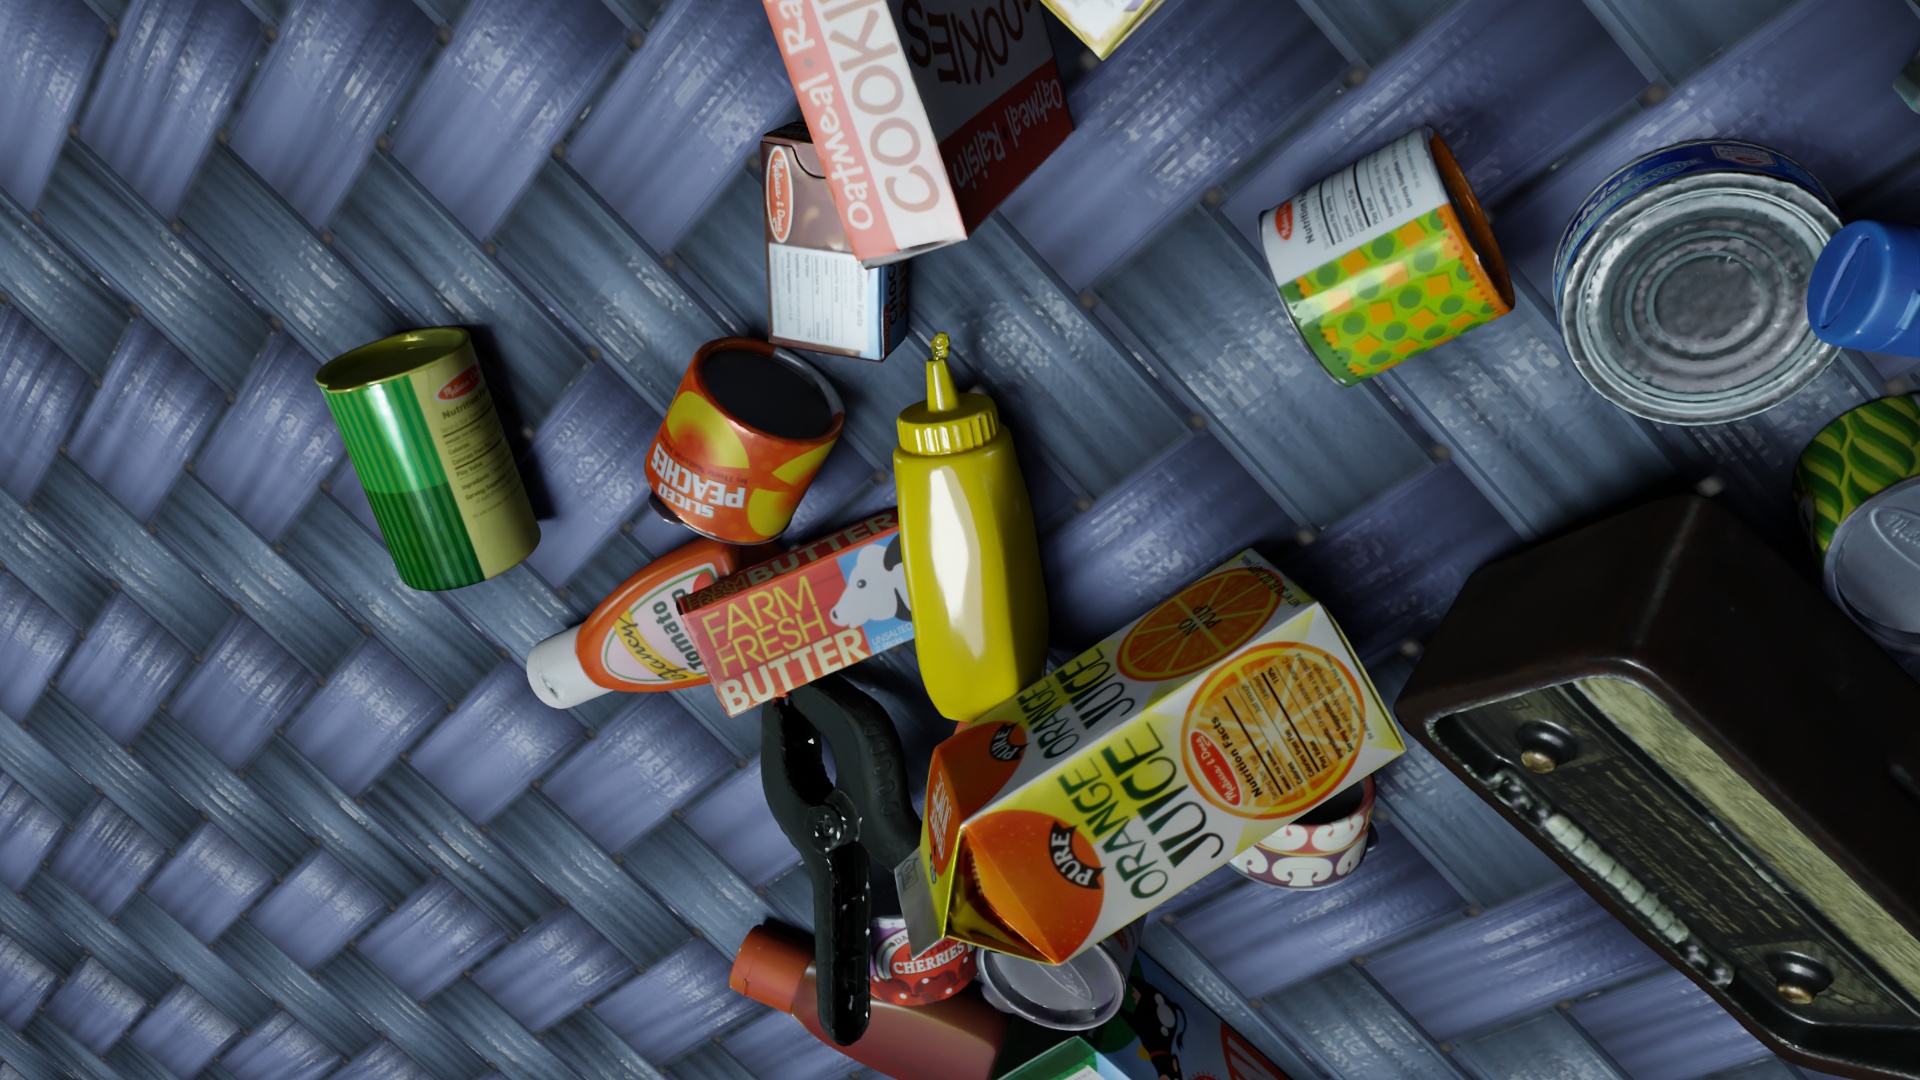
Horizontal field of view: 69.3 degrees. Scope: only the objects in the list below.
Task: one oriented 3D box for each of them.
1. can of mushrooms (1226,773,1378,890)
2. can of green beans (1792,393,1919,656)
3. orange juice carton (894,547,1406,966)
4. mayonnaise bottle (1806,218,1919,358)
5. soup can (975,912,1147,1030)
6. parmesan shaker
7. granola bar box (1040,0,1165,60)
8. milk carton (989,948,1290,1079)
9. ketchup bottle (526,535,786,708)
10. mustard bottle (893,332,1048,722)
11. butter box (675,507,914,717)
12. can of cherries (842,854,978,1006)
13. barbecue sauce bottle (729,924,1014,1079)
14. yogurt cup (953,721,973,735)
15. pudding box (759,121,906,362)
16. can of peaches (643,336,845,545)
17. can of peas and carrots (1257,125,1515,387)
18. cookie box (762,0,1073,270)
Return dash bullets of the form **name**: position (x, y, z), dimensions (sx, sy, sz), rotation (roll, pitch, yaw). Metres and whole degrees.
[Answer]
- **can of mushrooms**: position (0.137, 0.108, 0.570), dimensions (0.071, 0.071, 0.033), rotation (10, 121, 16)
- **can of green beans**: position (0.306, -0.006, 0.441), dimensions (0.071, 0.058, 0.071), rotation (9, 122, 15)
- **orange juice carton**: position (0.059, 0.090, 0.526), dimensions (0.193, 0.072, 0.073), rotation (-32, 107, 1)
- **mayonnaise bottle**: position (0.321, -0.063, 0.391), dimensions (0.148, 0.041, 0.064), rotation (8, 122, -1)
- **soup can**: position (0.049, 0.166, 0.626), dimensions (0.071, 0.084, 0.071), rotation (10, 122, 16)
- **parmesan shaker**: position (-0.239, -0.035, 0.625), dimensions (0.071, 0.072, 0.102), rotation (0, 119, 21)
- **granola bar box**: position (0.081, -0.196, 0.349), dimensions (0.039, 0.166, 0.123), rotation (42, 125, -9)
- **milk carton**: position (0.113, 0.288, 0.682), dimensions (0.190, 0.073, 0.073), rotation (42, 125, -5)
- **ketchup bottle**: position (-0.141, 0.042, 0.651), dimensions (0.148, 0.044, 0.064), rotation (-22, 109, 31)
- **mustard bottle**: position (0.002, -0.007, 0.557), dimensions (0.049, 0.065, 0.159), rotation (-2, 113, 19)
- **butter box**: position (-0.063, 0.030, 0.591), dimensions (0.104, 0.024, 0.053), rotation (-23, 114, -10)
- **can of cherries**: position (-0.023, 0.182, 0.671), dimensions (0.071, 0.072, 0.058), rotation (1, 120, 20)
- **barbecue sauce bottle**: position (-0.049, 0.249, 0.738), dimensions (0.148, 0.044, 0.064), rotation (19, 124, 10)
- **yogurt cup**: position (0.030, 0.100, 0.608), dimensions (0.054, 0.073, 0.072), rotation (6, 121, 27)
- **pudding box**: position (-0.047, -0.114, 0.530), dimensions (0.050, 0.030, 0.083), rotation (11, 122, 16)
- **can of peaches**: position (-0.089, -0.040, 0.565), dimensions (0.071, 0.071, 0.057), rotation (34, 124, -1)
- **can of peas and carrots**: position (0.140, -0.090, 0.452), dimensions (0.058, 0.071, 0.071), rotation (-26, 108, 31)
- **cookie box**: position (-0.021, -0.183, 0.421), dimensions (0.040, 0.123, 0.166), rotation (-8, 116, 26)
